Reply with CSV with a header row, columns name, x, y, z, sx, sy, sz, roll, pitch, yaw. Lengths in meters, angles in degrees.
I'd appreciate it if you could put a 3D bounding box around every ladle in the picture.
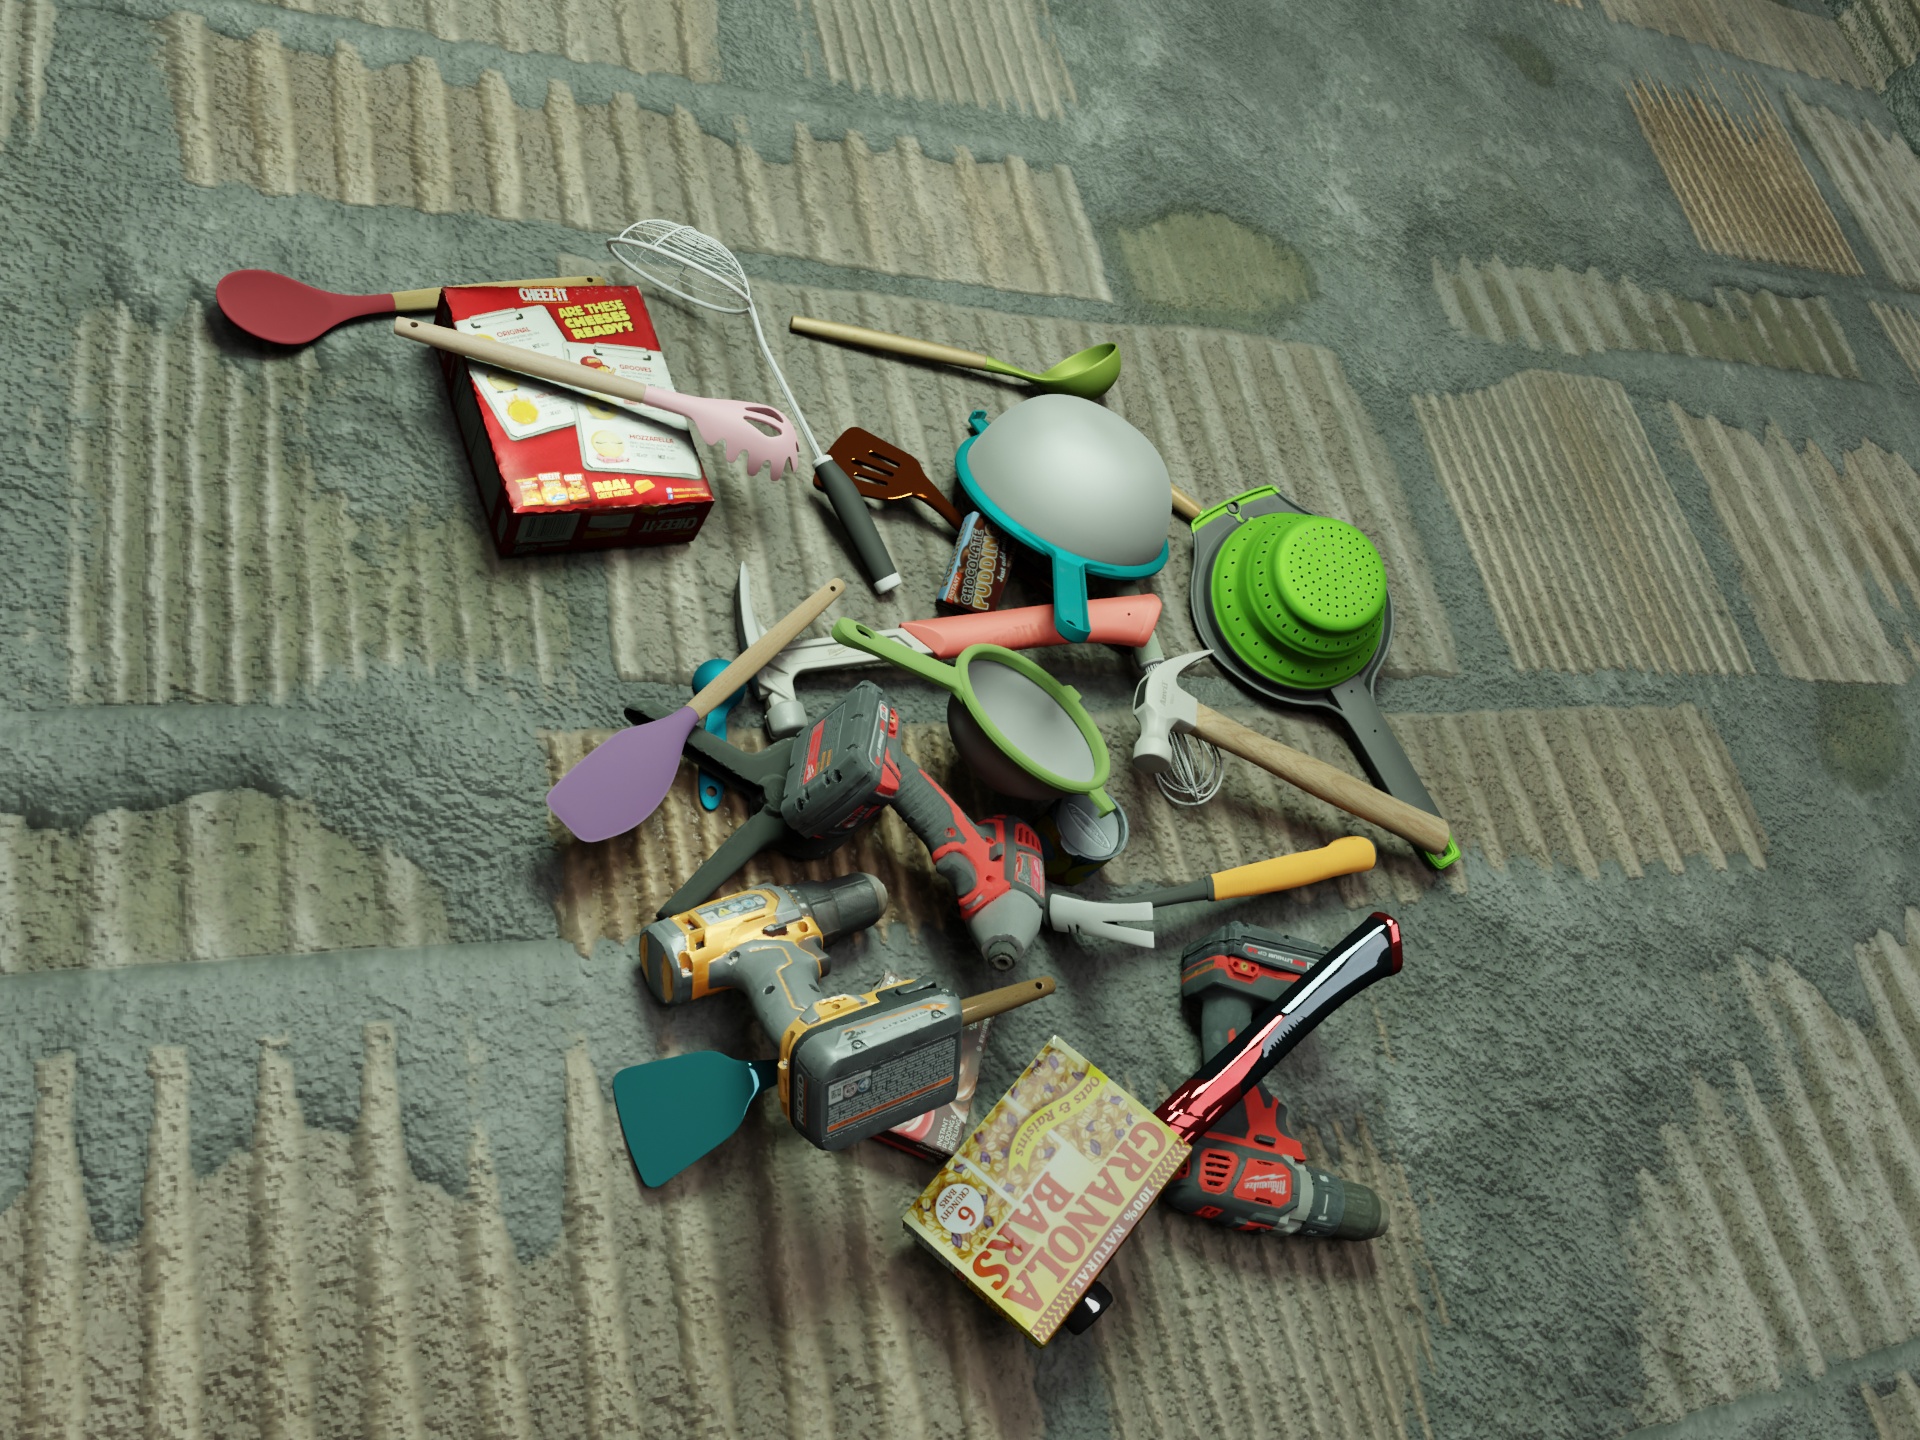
name,x,y,z,sx,sy,sz,roll,pitch,yaw
ladle,0.000,-0.351,1.483,0.320,0.078,0.062,8,105,-19
ladle,-0.431,-0.339,1.277,0.315,0.031,0.069,-16,74,-35

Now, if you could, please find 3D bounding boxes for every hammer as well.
name,x,y,z,sx,sy,sz,roll,pitch,yaw
hammer,-0.002,-0.077,1.309,0.359,0.036,0.149,-9,68,-20
hammer,0.290,0.040,1.371,0.331,0.031,0.130,24,53,-21
hammer,0.227,0.133,1.301,0.336,0.127,0.034,-7,95,-36
hammer,0.175,0.258,1.163,0.386,0.038,0.143,-38,72,-20

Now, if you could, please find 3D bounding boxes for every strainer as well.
name,x,y,z,sx,sy,sz,roll,pitch,yaw
strainer,-0.002,-0.004,1.217,0.256,0.069,0.152,25,32,-28
strainer,0.106,-0.186,1.343,0.211,0.095,0.341,22,32,-12

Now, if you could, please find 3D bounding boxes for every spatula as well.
name,x,y,z,sx,sy,sz,roll,pitch,yaw
spatula,0.022,-0.151,1.403,0.322,0.041,0.081,35,55,-10
spatula,-0.180,-0.017,1.170,0.059,0.018,0.316,47,51,-5
spatula,-0.076,0.229,1.099,0.317,0.044,0.082,-13,62,-25

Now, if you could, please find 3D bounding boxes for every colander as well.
name,x,y,z,sx,sy,sz,roll,pitch,yaw
colander,0.361,-0.049,1.451,0.204,0.094,0.397,-26,82,-21

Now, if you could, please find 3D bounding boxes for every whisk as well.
name,x,y,z,sx,sy,sz,roll,pitch,yaw
whisk,0.169,-0.042,1.390,0.057,0.059,0.246,30,40,-69

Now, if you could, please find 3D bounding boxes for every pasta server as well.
name,x,y,z,sx,sy,sz,roll,pitch,yaw
pasta server,-0.271,-0.253,1.221,0.316,0.040,0.060,13,56,-17

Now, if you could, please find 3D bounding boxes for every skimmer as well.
name,x,y,z,sx,sy,sz,roll,pitch,yaw
skimmer,-0.170,-0.257,1.330,0.090,0.127,0.363,-28,92,-5

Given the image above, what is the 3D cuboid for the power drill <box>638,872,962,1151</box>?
name,x,y,z,sx,sy,sz,roll,pitch,yaw
power drill,-0.087,0.177,1.071,0.185,0.084,0.226,-15,30,-34

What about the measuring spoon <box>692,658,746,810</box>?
name,x,y,z,sx,sy,sz,roll,pitch,yaw
measuring spoon,-0.184,0.007,1.209,0.042,0.021,0.129,12,60,-21

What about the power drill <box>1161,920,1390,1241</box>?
name,x,y,z,sx,sy,sz,roll,pitch,yaw
power drill,0.250,0.288,1.240,0.187,0.080,0.227,18,60,-17

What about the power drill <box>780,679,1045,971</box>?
name,x,y,z,sx,sy,sz,roll,pitch,yaw
power drill,-0.023,0.086,1.166,0.219,0.078,0.143,41,27,-24

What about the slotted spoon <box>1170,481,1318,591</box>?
name,x,y,z,sx,sy,sz,roll,pitch,yaw
slotted spoon,0.208,-0.215,1.529,0.313,0.031,0.070,35,60,-3
